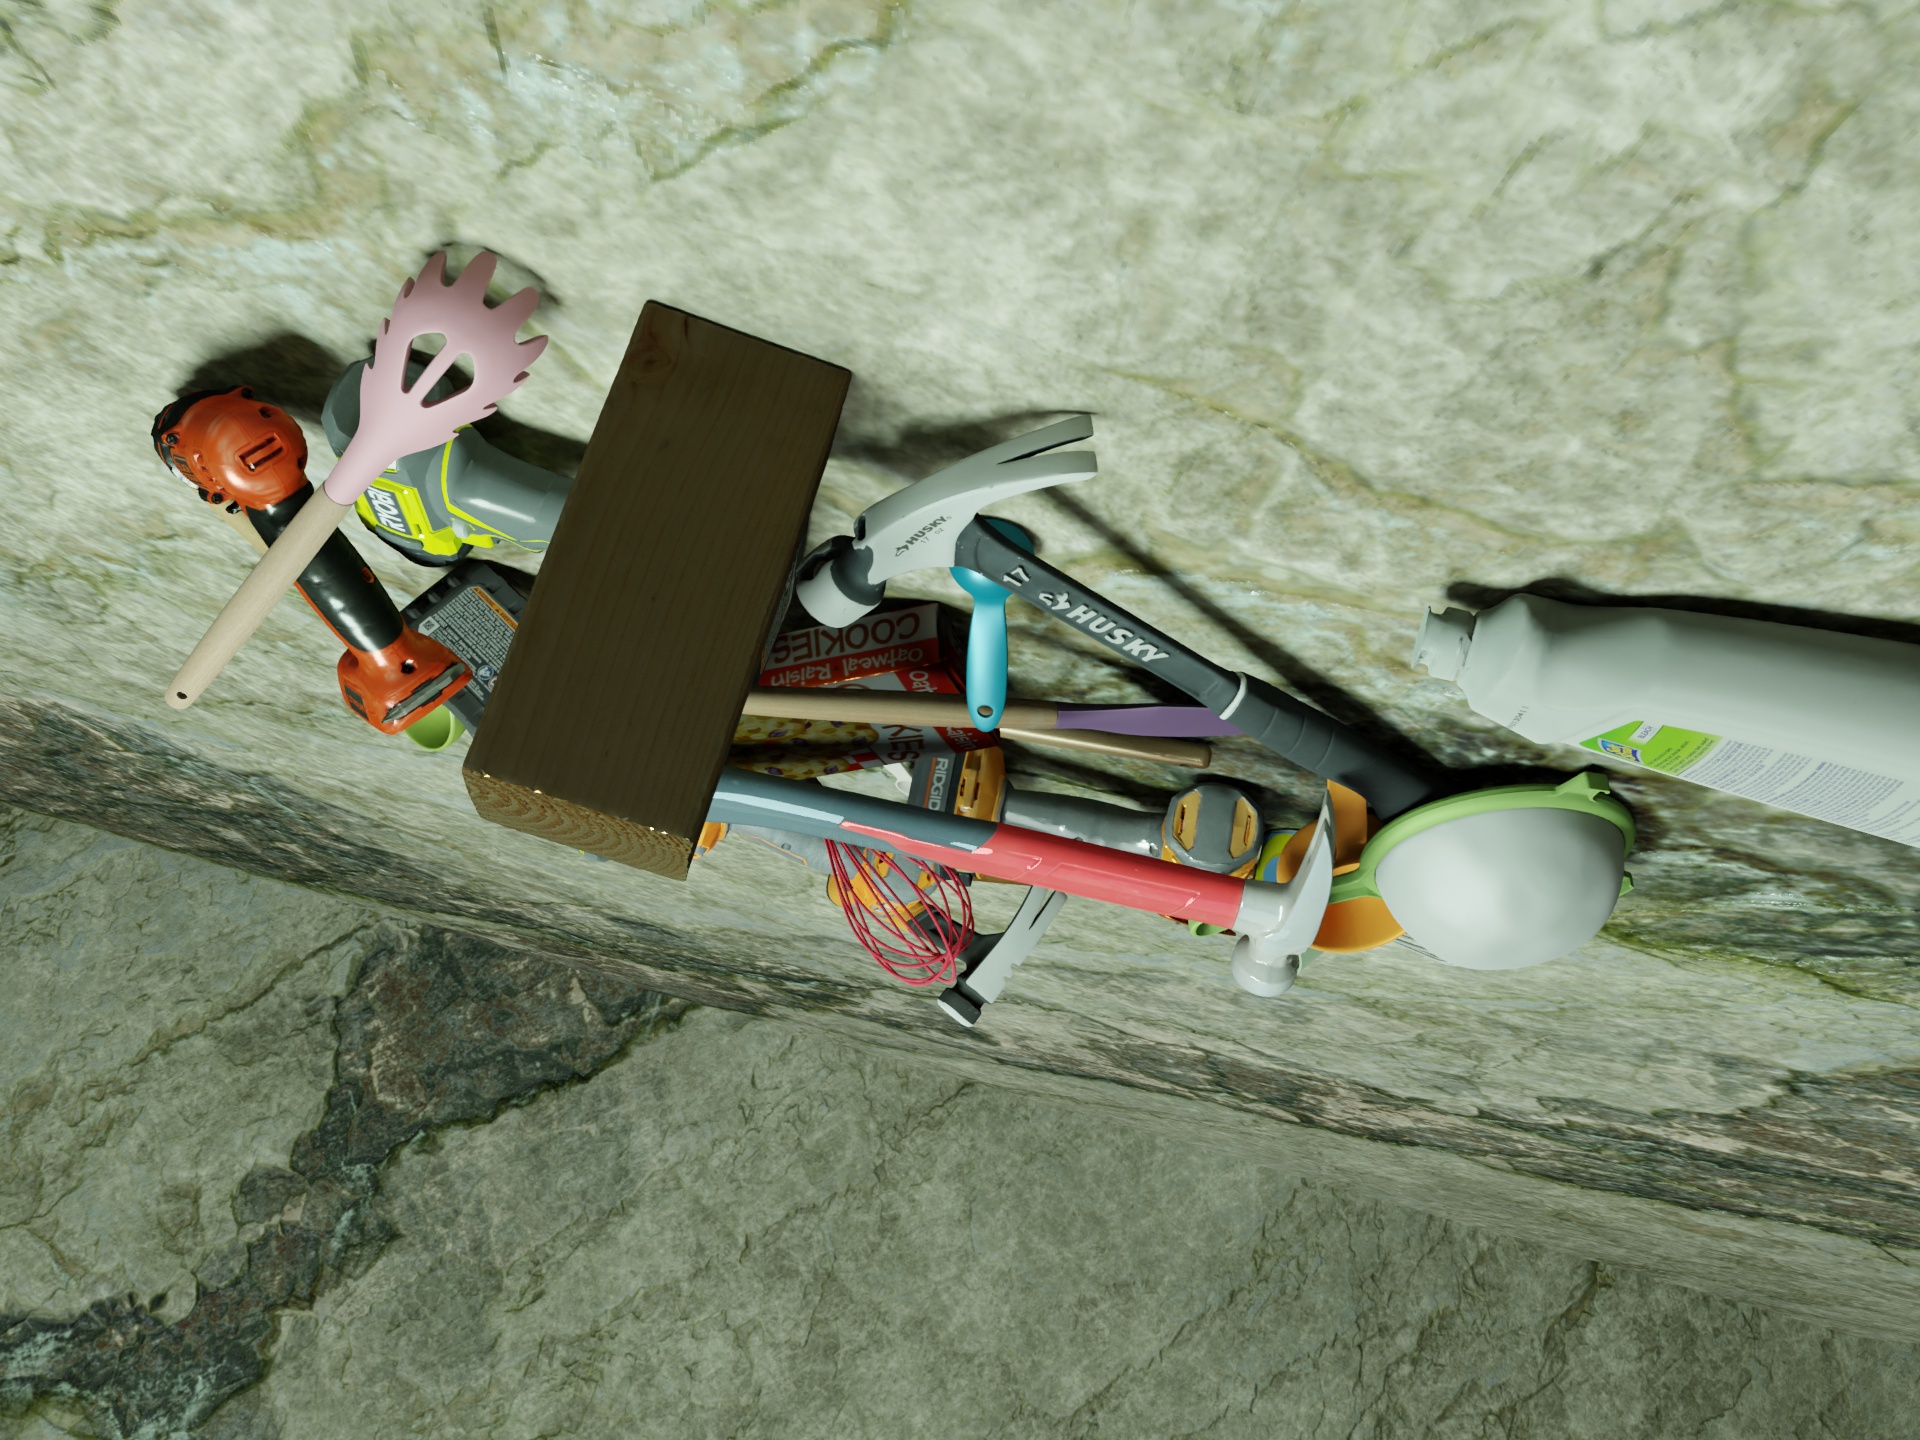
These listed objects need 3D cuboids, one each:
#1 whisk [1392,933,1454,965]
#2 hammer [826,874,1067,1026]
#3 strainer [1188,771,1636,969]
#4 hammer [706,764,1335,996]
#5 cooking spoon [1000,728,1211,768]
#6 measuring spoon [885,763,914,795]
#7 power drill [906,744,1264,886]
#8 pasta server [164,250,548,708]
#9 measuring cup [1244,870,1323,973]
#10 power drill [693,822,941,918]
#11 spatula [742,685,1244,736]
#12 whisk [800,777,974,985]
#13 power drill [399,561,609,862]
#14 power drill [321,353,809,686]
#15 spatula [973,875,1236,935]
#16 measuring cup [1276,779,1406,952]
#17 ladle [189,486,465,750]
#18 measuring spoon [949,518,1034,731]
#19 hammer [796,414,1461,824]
[{"bbox_3d":[0.288,0.144,1.136,0.246,0.059,0.057,-6,113,57],"label":"whisk"},{"bbox_3d":[-0.033,0.157,1.333,0.034,0.127,0.337,44,167,-23],"label":"hammer"},{"bbox_3d":[0.255,0.111,0.902,0.256,0.069,0.151,-16,146,20],"label":"strainer"},{"bbox_3d":[0.009,0.059,0.883,0.386,0.038,0.143,12,135,5],"label":"hammer"},{"bbox_3d":[-0.002,-0.003,0.989,0.319,0.017,0.068,10,161,18],"label":"cooking spoon"},{"bbox_3d":[-0.048,0.021,1.110,0.034,0.018,0.124,4,151,32],"label":"measuring spoon"},{"bbox_3d":[0.085,0.080,1.072,0.226,0.084,0.185,9,162,8],"label":"power drill"},{"bbox_3d":[-0.288,-0.092,0.716,0.060,0.040,0.316,39,127,-21],"label":"pasta server"},{"bbox_3d":[0.215,0.135,1.178,0.083,0.038,0.168,63,165,-16],"label":"measuring cup"},{"bbox_3d":[-0.133,0.097,1.269,0.226,0.084,0.164,20,163,-7],"label":"power drill"},{"bbox_3d":[0.024,-0.004,0.842,0.315,0.018,0.059,3,164,-17],"label":"spatula"},{"bbox_3d":[-0.077,0.070,1.022,0.073,0.073,0.296,35,-174,-45],"label":"whisk"},{"bbox_3d":[-0.299,-0.011,1.062,0.191,0.080,0.228,43,163,12],"label":"power drill"},{"bbox_3d":[-0.197,-0.092,0.810,0.223,0.080,0.171,21,161,-3],"label":"power drill"},{"bbox_3d":[0.076,0.134,1.270,0.081,0.041,0.323,19,167,-40],"label":"spatula"},{"bbox_3d":[0.232,0.067,0.961,0.095,0.052,0.173,-11,131,7],"label":"measuring cup"},{"bbox_3d":[-0.431,-0.069,1.093,0.078,0.062,0.319,29,165,25],"label":"ladle"},{"bbox_3d":[0.013,-0.039,0.775,0.042,0.021,0.128,5,130,5],"label":"measuring spoon"},{"bbox_3d":[0.123,-0.022,0.772,0.408,0.036,0.149,25,139,-37],"label":"hammer"}]
